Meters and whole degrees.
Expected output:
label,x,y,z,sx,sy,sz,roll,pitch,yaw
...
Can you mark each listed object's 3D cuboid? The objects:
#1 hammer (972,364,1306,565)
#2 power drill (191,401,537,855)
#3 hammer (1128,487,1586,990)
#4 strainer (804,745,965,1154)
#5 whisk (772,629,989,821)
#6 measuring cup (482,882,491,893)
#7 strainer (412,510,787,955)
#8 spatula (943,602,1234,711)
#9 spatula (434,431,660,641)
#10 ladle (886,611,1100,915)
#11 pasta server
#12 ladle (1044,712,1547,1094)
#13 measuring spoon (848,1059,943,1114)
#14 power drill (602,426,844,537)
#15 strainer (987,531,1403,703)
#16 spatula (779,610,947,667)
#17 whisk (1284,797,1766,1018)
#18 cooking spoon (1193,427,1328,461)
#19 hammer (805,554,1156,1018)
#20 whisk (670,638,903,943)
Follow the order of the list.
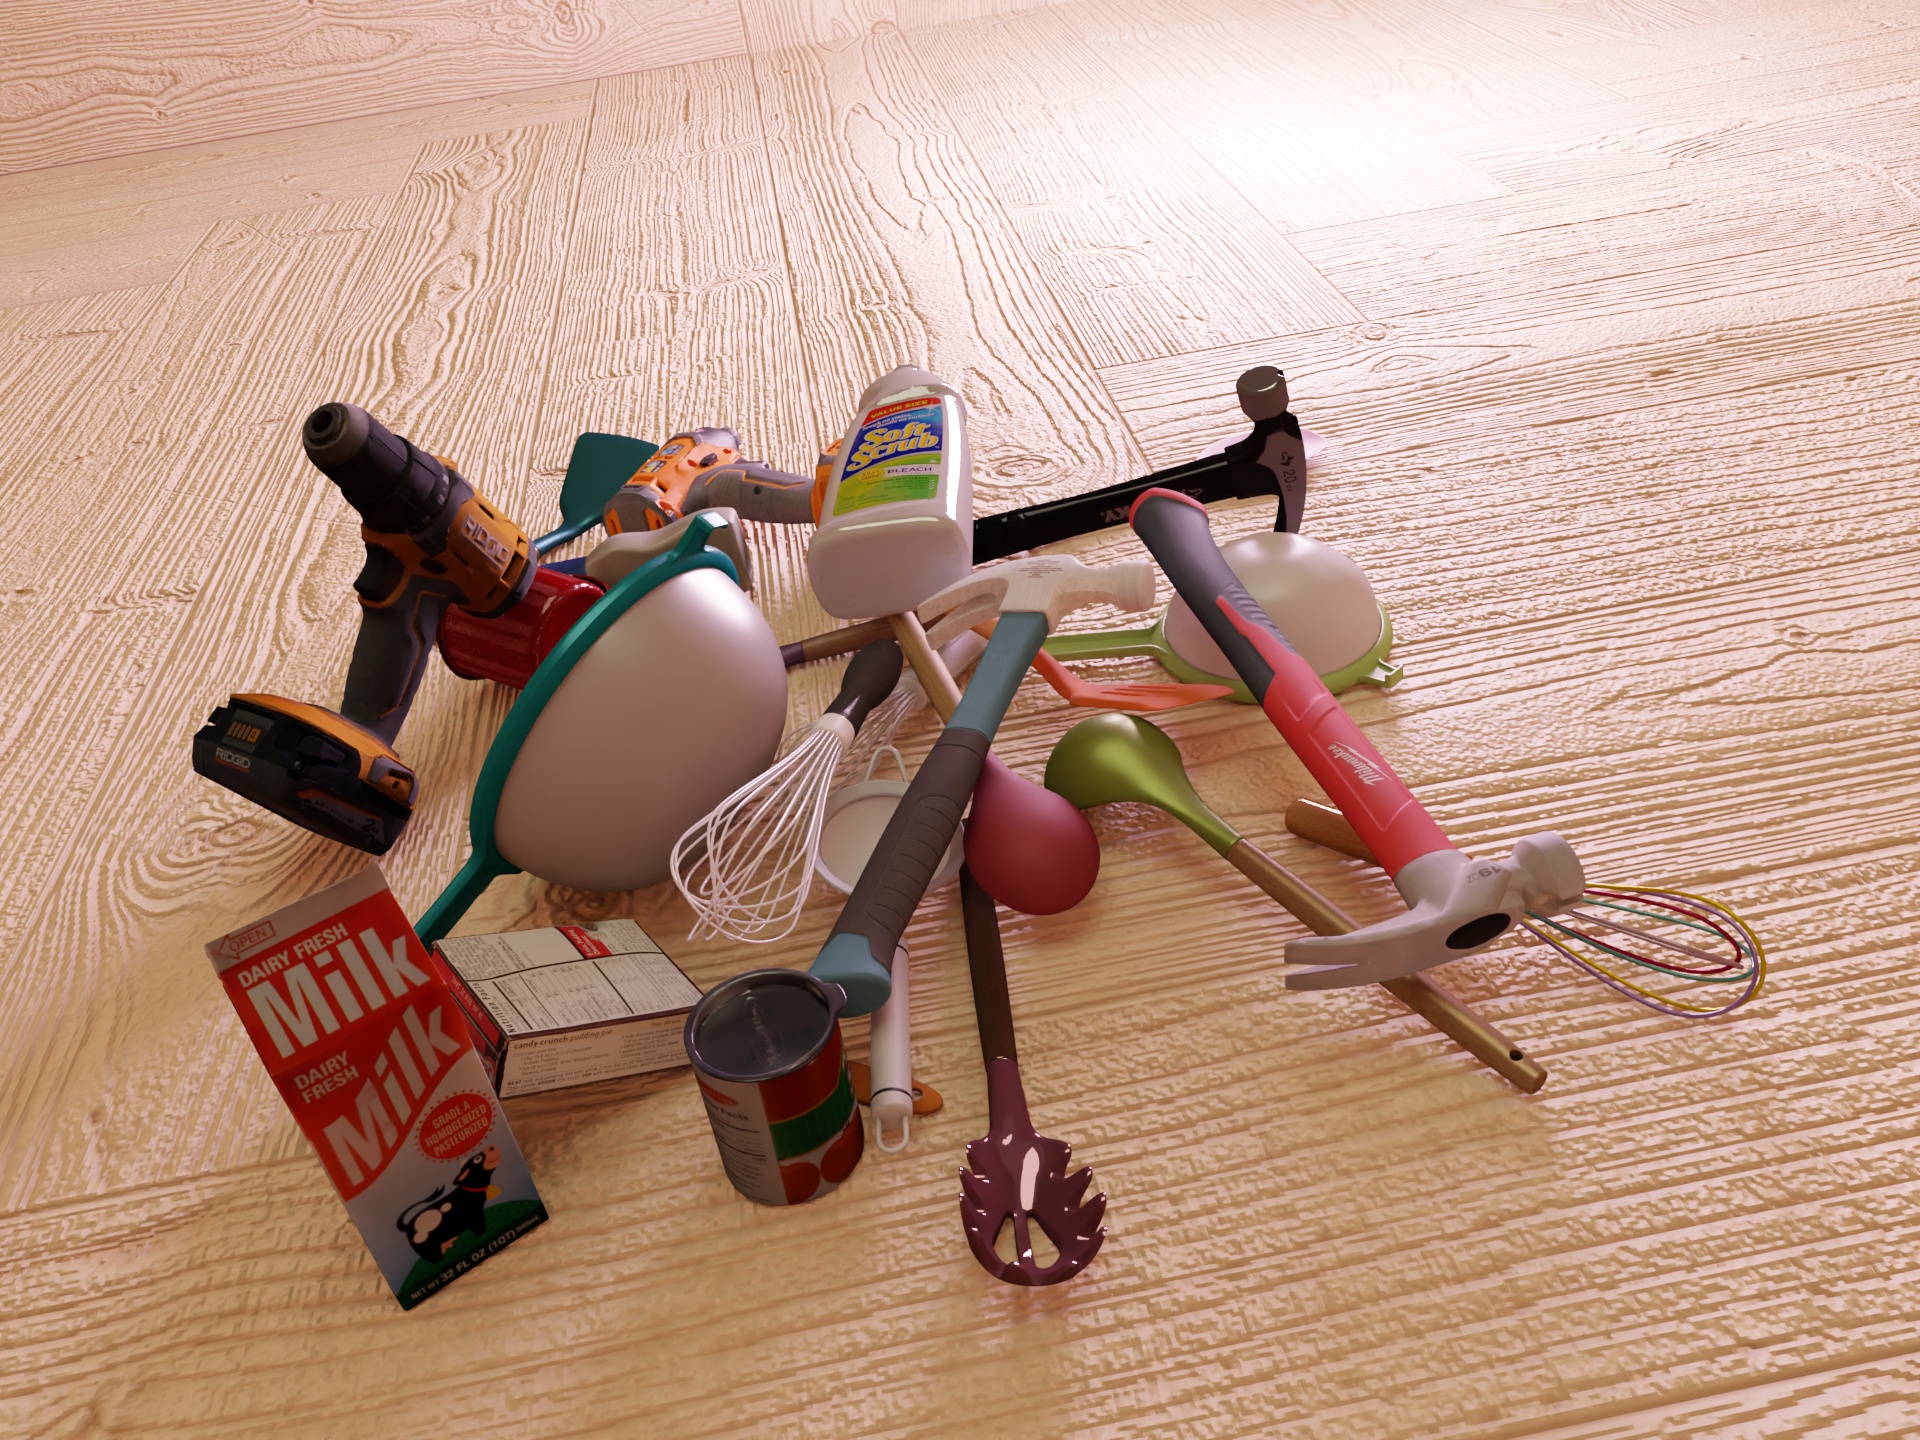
label,x,y,z,sx,sy,sz,roll,pitch,yaw
hammer,0.069,-0.132,1.079,0.335,0.146,0.035,-14,45,13
power drill,-0.349,-0.055,0.919,0.084,0.185,0.226,15,72,22
hammer,0.160,-0.014,0.852,0.143,0.038,0.387,-17,40,-8
strainer,-0.037,0.112,0.797,0.087,0.050,0.259,1,37,-4
whisk,-0.035,-0.013,0.975,0.059,0.057,0.246,-21,16,42
measuring cup,-0.231,0.039,0.927,0.038,0.083,0.168,11,47,9
strainer,-0.193,0.065,0.834,0.095,0.211,0.340,33,69,9
spatula,0.022,-0.066,0.990,0.081,0.041,0.323,-12,35,-44
spatula,-0.344,-0.124,1.198,0.082,0.044,0.318,14,42,23
ladle,-0.001,-0.003,0.912,0.069,0.031,0.316,-16,39,-11
pasta server,0.018,0.140,0.754,0.060,0.040,0.317,2,33,-7
ladle,0.158,0.089,0.804,0.078,0.062,0.320,-28,46,-26
measuring spoon,-0.061,0.165,0.755,0.117,0.011,0.021,11,39,26
power drill,-0.138,-0.184,1.211,0.226,0.084,0.164,2,35,21
strainer,0.143,-0.074,1.001,0.256,0.069,0.152,-5,35,2
spatula,-0.081,-0.054,1.065,0.316,0.018,0.060,-15,36,-7
whisk,0.269,0.080,0.782,0.245,0.047,0.051,21,45,39
cooking spoon,0.133,-0.165,1.178,0.319,0.017,0.069,-21,36,-18
hammer,-0.001,0.020,0.835,0.128,0.033,0.331,3,43,25
whisk,-0.079,0.026,0.838,0.070,0.070,0.285,3,29,15
